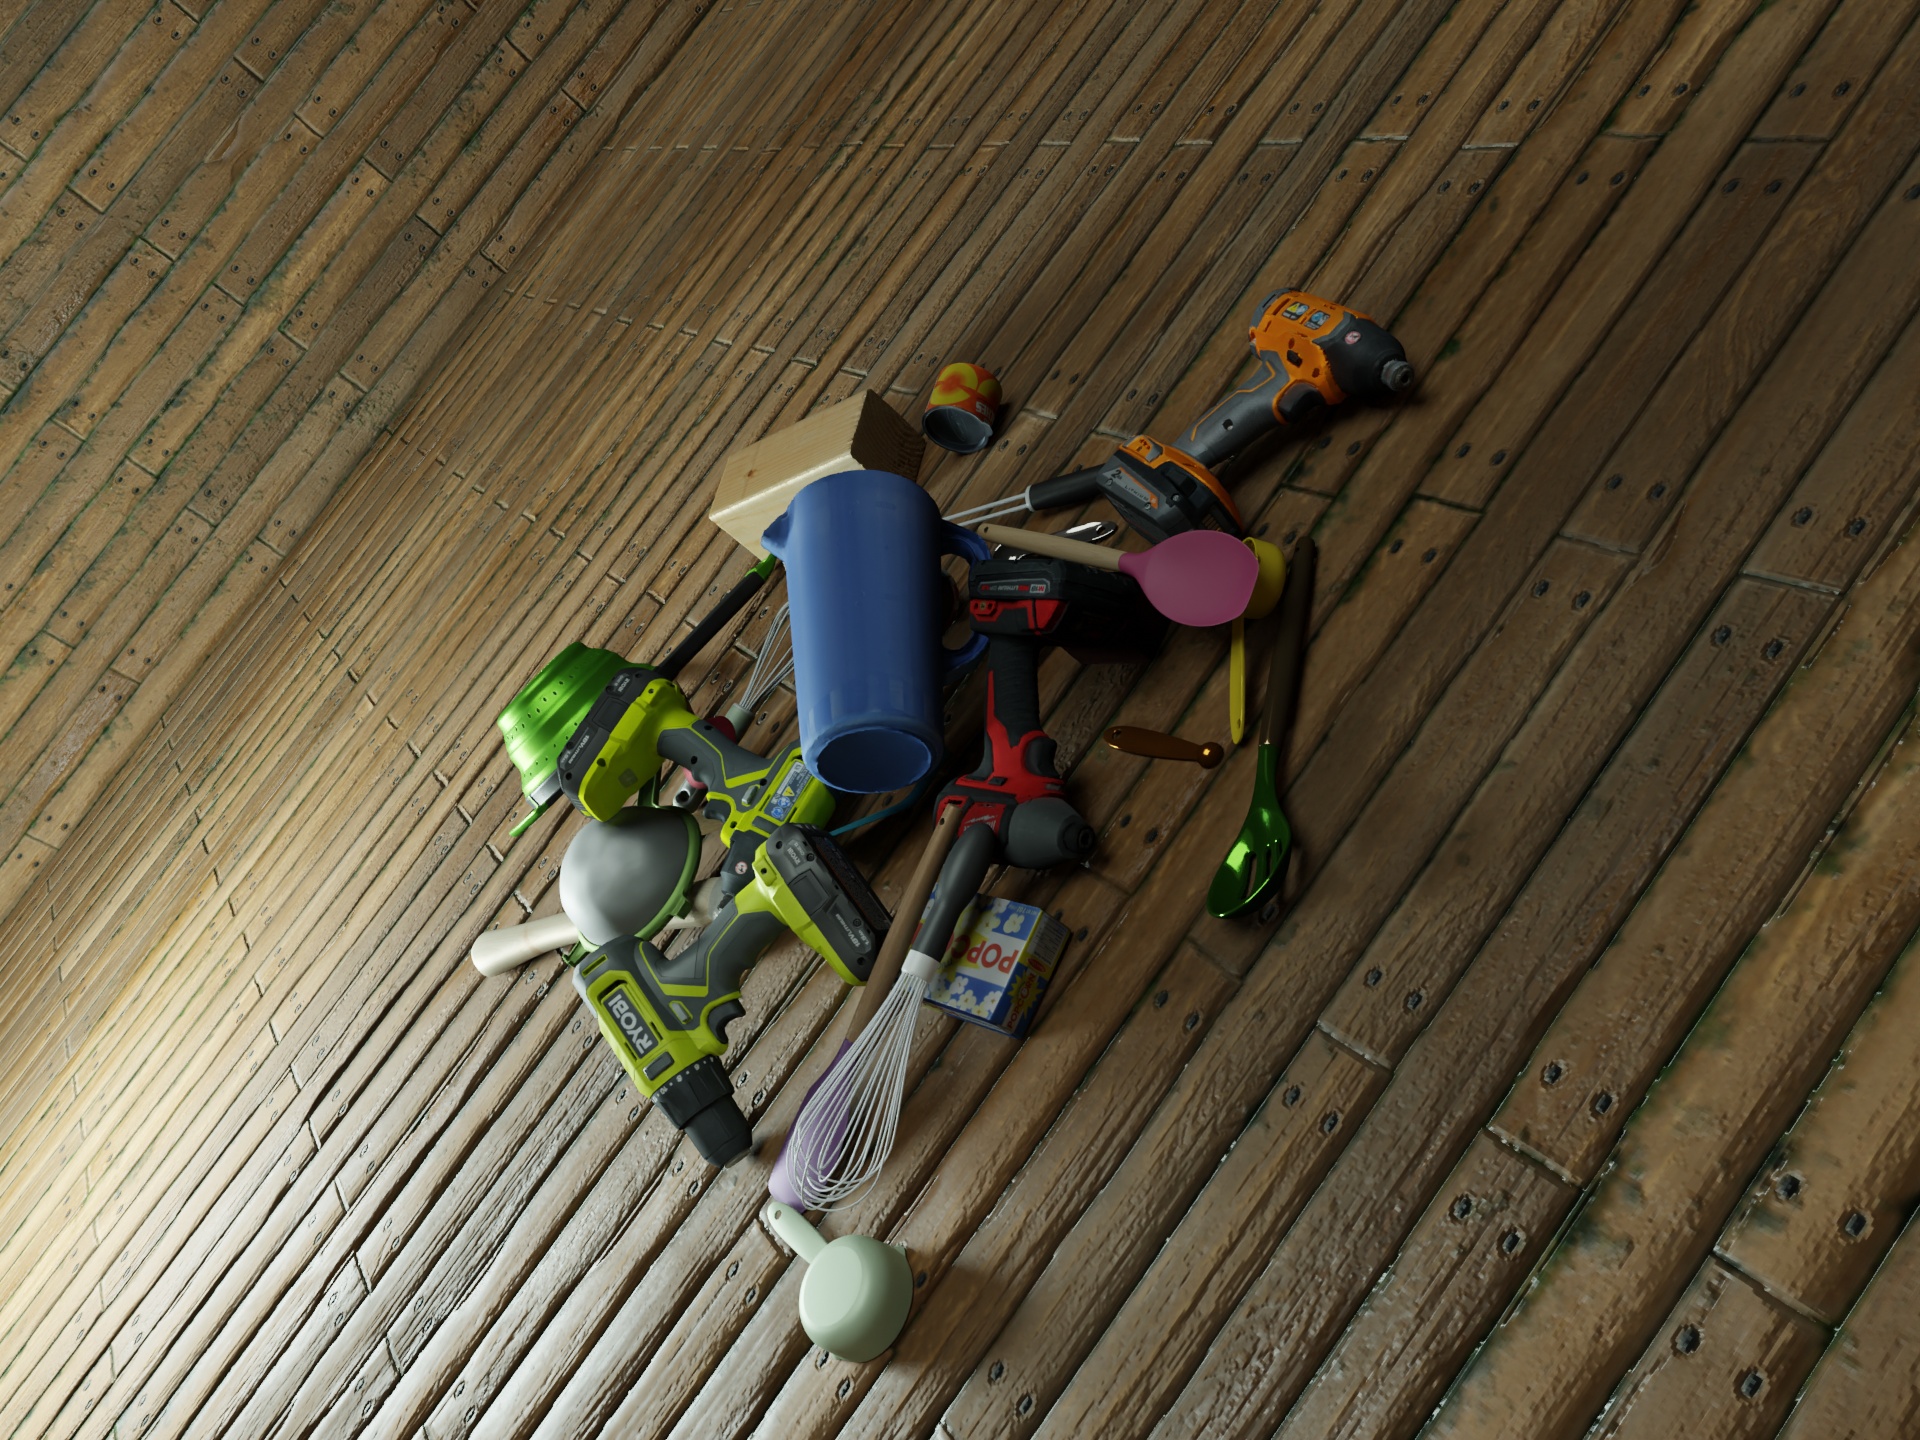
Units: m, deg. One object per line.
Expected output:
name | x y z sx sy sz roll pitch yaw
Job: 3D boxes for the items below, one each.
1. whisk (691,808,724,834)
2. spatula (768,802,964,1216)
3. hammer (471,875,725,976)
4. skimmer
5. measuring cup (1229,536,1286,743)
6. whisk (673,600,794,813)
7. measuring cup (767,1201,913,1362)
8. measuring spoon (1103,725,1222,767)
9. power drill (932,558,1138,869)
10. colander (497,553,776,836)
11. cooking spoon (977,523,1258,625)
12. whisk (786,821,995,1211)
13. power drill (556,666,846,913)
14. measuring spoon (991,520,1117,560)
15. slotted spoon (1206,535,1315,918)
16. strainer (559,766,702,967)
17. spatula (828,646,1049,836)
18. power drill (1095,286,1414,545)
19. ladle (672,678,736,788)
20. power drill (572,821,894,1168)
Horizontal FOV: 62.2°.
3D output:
whisk | -0.263 0.099 1.479 0.245 0.051 0.047 -20 40 31
spatula | -0.064 0.206 1.130 0.060 0.018 0.316 27 95 49
hammer | -0.323 0.177 1.480 0.410 0.038 0.146 -16 47 39
skimmer | -0.001 -0.183 1.404 0.363 0.090 0.127 -11 84 39
measuring cup | 0.207 -0.054 1.115 0.062 0.029 0.157 123 154 -66
whisk | -0.201 -0.016 1.513 0.058 0.059 0.246 30 87 27
measuring cup | -0.097 0.361 1.066 0.168 0.038 0.083 23 77 51
measuring spoon | 0.141 0.016 1.138 0.117 0.011 0.021 12 68 51
power drill | 0.055 -0.002 1.151 0.143 0.078 0.220 7 87 51
colander | -0.326 -0.061 1.554 0.397 0.094 0.204 -51 12 -32
cooking spoon | 0.108 -0.123 1.198 0.319 0.017 0.069 21 93 53
whisk | -0.040 0.197 1.081 0.070 0.070 0.285 6 66 50
power drill | -0.221 0.059 1.346 0.223 0.080 0.171 24 69 20
measuring spoon | 0.081 -0.147 1.351 0.124 0.018 0.034 -12 53 33
slotted spoon | 0.212 -0.002 1.064 0.070 0.031 0.314 -34 33 51
strainer | -0.304 0.087 1.435 0.151 0.069 0.257 -25 46 27
spatula | -0.002 -0.004 1.282 0.317 0.044 0.082 -48 -2 -2
power drill | 0.227 -0.221 1.200 0.226 0.084 0.164 -45 36 1
ladle | -0.265 -0.006 1.544 0.069 0.031 0.316 -57 24 4
power drill | -0.159 0.204 1.199 0.228 0.080 0.191 -39 76 8
